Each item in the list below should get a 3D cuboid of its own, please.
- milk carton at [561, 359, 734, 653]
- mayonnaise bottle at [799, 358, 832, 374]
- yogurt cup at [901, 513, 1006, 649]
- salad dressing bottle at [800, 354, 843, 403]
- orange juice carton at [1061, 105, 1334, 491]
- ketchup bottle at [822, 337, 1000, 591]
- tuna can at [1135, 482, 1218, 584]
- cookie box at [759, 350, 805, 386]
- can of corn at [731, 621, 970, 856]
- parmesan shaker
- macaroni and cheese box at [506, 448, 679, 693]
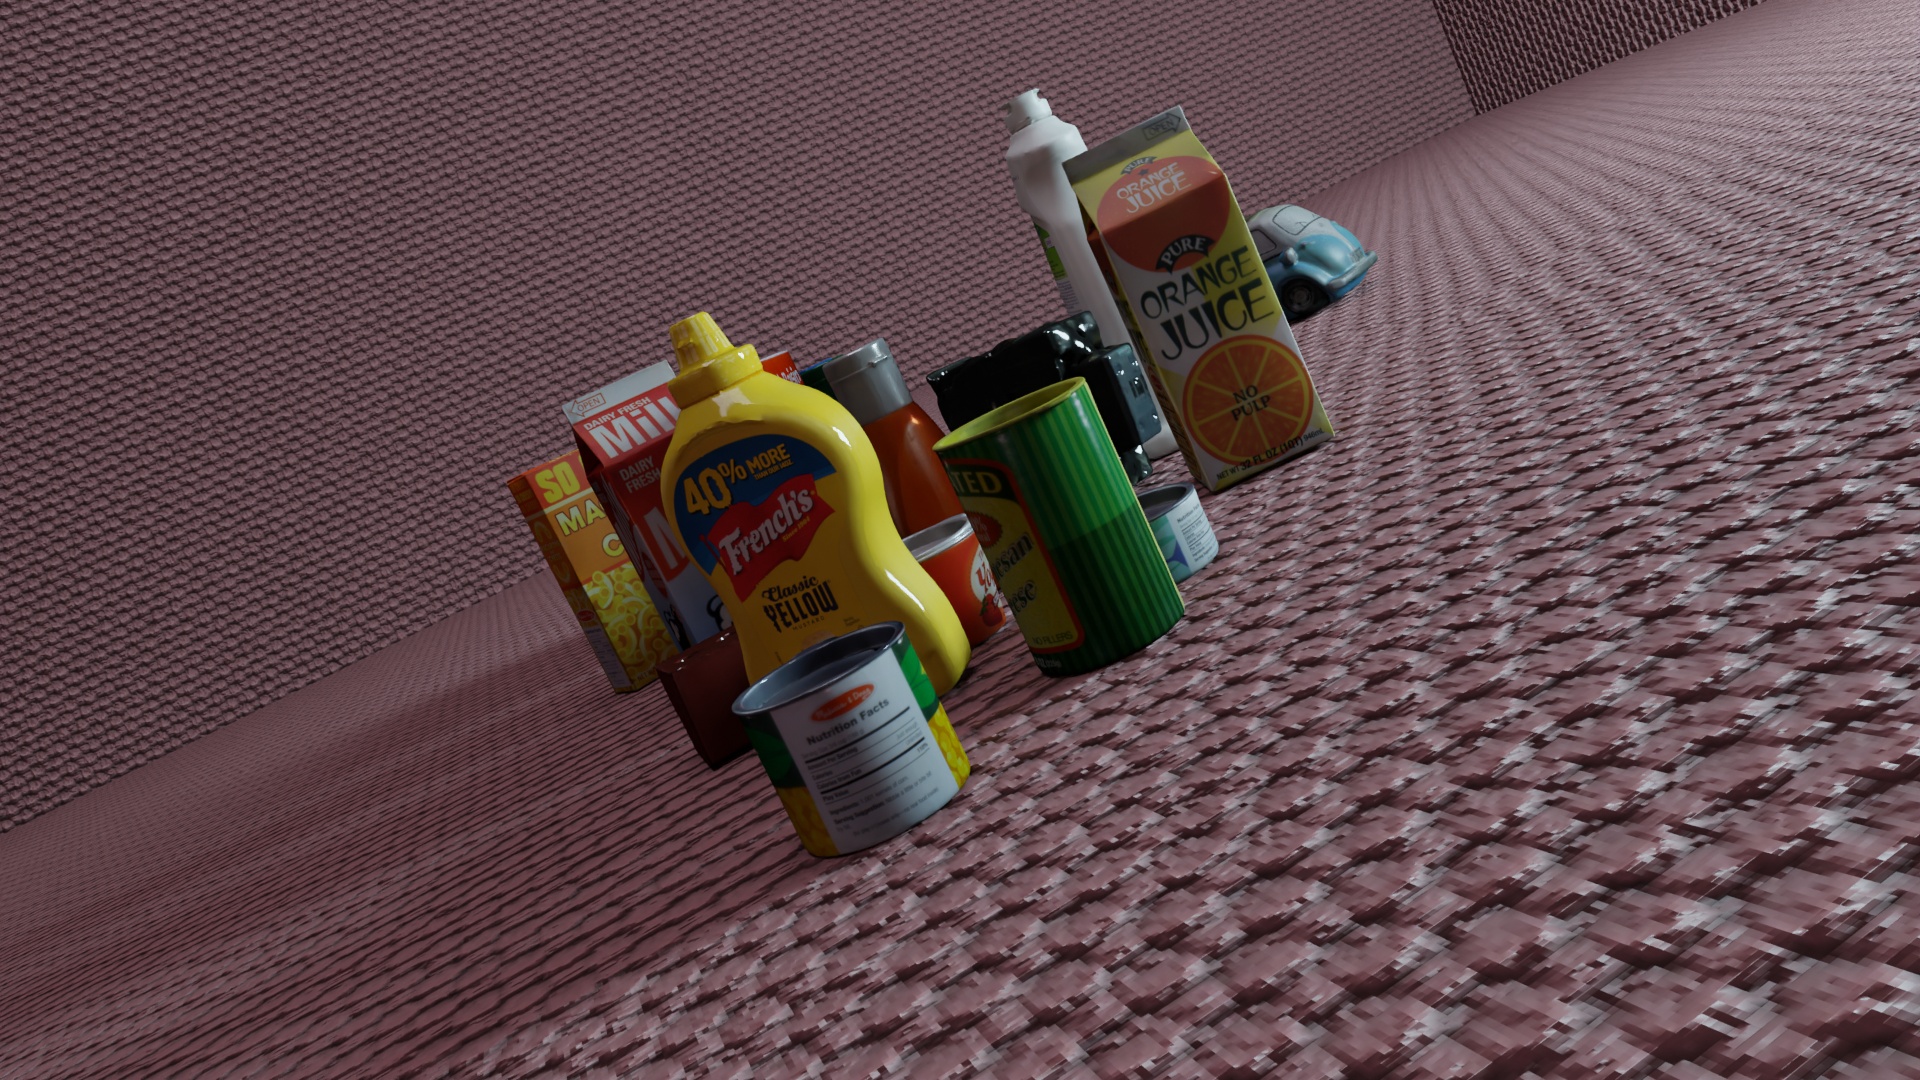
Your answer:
[{"bbox_3d":[-0.164,-0.009,0.837,0.072,0.190,0.073,-29,10,-22],"label":"milk carton"},{"bbox_3d":[-0.088,-0.074,1.125,0.041,0.148,0.064,-29,10,-23],"label":"mayonnaise bottle"},{"bbox_3d":[-0.013,0.026,0.672,0.072,0.054,0.072,-24,9,4],"label":"yogurt cup"},{"bbox_3d":[-0.070,-0.064,1.025,0.064,0.147,0.044,-29,10,-22],"label":"salad dressing bottle"},{"bbox_3d":[0.124,-0.129,0.747,0.072,0.192,0.073,-25,9,3],"label":"orange juice carton"},{"bbox_3d":[-0.025,-0.034,0.741,0.065,0.148,0.043,-32,11,-37],"label":"ketchup bottle"},{"bbox_3d":[0.079,0.003,0.629,0.071,0.032,0.071,-24,9,4],"label":"tuna can"},{"bbox_3d":[-0.093,-0.025,0.813,0.040,0.167,0.123,-24,9,7],"label":"cookie box"},{"bbox_3d":[-0.038,0.069,0.490,0.071,0.058,0.071,-24,9,4],"label":"can of corn"},{"bbox_3d":[0.041,-0.005,0.554,0.071,0.103,0.071,-25,9,4],"label":"parmesan shaker"},{"bbox_3d":[-0.224,0.005,0.984,0.124,0.166,0.040,-32,11,-37],"label":"macaroni and cheese box"}]
